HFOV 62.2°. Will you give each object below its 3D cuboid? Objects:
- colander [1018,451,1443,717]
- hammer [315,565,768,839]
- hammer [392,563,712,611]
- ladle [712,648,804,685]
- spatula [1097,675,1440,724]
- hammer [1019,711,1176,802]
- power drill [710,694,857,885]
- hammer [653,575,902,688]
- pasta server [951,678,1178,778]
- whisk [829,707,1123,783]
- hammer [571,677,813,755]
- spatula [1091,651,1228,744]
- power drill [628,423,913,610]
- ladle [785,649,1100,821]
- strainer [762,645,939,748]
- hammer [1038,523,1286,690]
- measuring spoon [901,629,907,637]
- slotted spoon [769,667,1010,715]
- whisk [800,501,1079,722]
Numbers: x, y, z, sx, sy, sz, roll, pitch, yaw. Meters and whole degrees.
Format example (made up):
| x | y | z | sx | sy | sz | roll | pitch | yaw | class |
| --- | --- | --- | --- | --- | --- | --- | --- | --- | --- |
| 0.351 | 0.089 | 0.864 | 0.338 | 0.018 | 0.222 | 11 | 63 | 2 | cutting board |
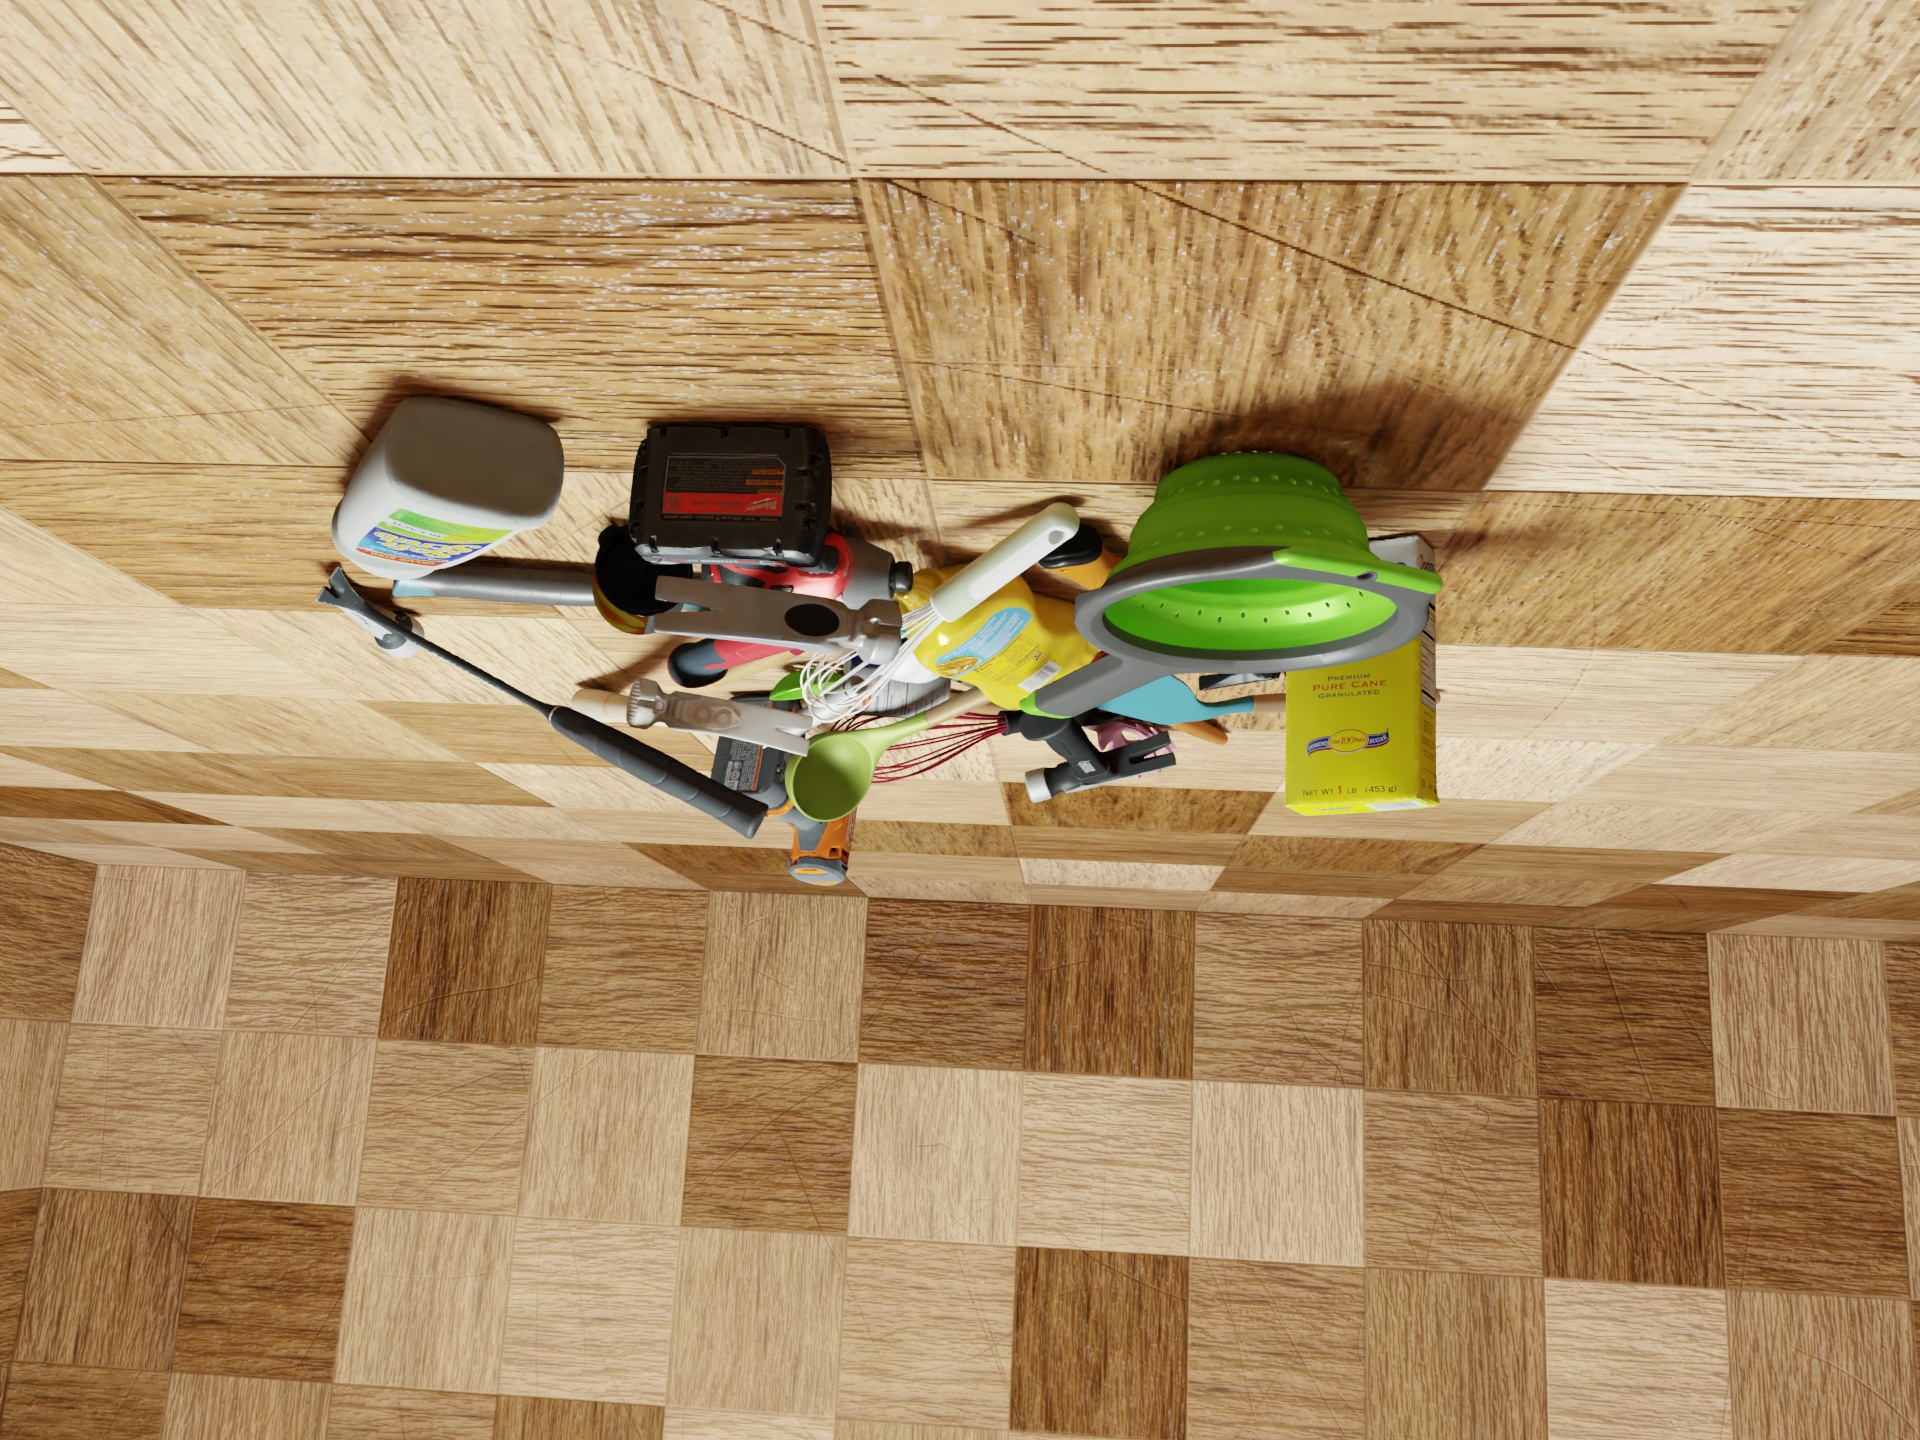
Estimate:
| x | y | z | sx | sy | sz | roll | pitch | yaw | class |
| --- | --- | --- | --- | --- | --- | --- | --- | --- | --- |
| 0.137 | -0.081 | 1.017 | 0.204 | 0.094 | 0.397 | 8 | 165 | -23 | colander |
| -0.320 | -0.011 | 1.224 | 0.409 | 0.036 | 0.149 | 26 | 169 | 17 | hammer |
| -0.259 | -0.097 | 1.191 | 0.331 | 0.033 | 0.128 | 4 | 166 | -3 | hammer |
| -0.149 | -0.057 | 1.353 | 0.069 | 0.031 | 0.315 | -9 | 178 | -32 | ladle |
| 0.271 | -0.025 | 1.375 | 0.317 | 0.044 | 0.082 | -1 | 144 | -17 | spatula |
| 0.106 | 0.023 | 1.398 | 0.146 | 0.035 | 0.334 | -15 | 168 | 9 | hammer |
| -0.167 | 0.056 | 1.624 | 0.084 | 0.164 | 0.226 | -2 | 154 | 19 | power drill |
| -0.166 | -0.052 | 1.077 | 0.143 | 0.038 | 0.386 | 6 | 176 | -20 | hammer |
| 0.098 | -0.003 | 1.513 | 0.060 | 0.040 | 0.316 | -37 | 144 | 30 | pasta server |
| 0.020 | 0.005 | 1.420 | 0.295 | 0.073 | 0.073 | -9 | 172 | -22 | whisk |
| -0.263 | -0.006 | 1.402 | 0.146 | 0.038 | 0.411 | 12 | 177 | -25 | hammer |
| 0.194 | -0.014 | 1.481 | 0.081 | 0.041 | 0.322 | -6 | 169 | 26 | spatula |
| -0.113 | -0.112 | 1.002 | 0.143 | 0.078 | 0.219 | 2 | 170 | 8 | power drill |
| -0.002 | -0.004 | 1.284 | 0.320 | 0.062 | 0.078 | -24 | 128 | 19 | ladle |
| -0.076 | -0.028 | 1.263 | 0.258 | 0.050 | 0.087 | -30 | -171 | 38 | strainer |
| 0.155 | -0.080 | 1.168 | 0.127 | 0.034 | 0.336 | -8 | 163 | 37 | hammer |
| -0.023 | -0.059 | 1.284 | 0.129 | 0.021 | 0.042 | 8 | 177 | 21 | measuring spoon |
| -0.028 | -0.019 | 1.499 | 0.313 | 0.031 | 0.070 | 7 | 167 | -25 | slotted spoon |
| -0.017 | -0.071 | 1.058 | 0.246 | 0.059 | 0.057 | -34 | 140 | 29 | whisk |
